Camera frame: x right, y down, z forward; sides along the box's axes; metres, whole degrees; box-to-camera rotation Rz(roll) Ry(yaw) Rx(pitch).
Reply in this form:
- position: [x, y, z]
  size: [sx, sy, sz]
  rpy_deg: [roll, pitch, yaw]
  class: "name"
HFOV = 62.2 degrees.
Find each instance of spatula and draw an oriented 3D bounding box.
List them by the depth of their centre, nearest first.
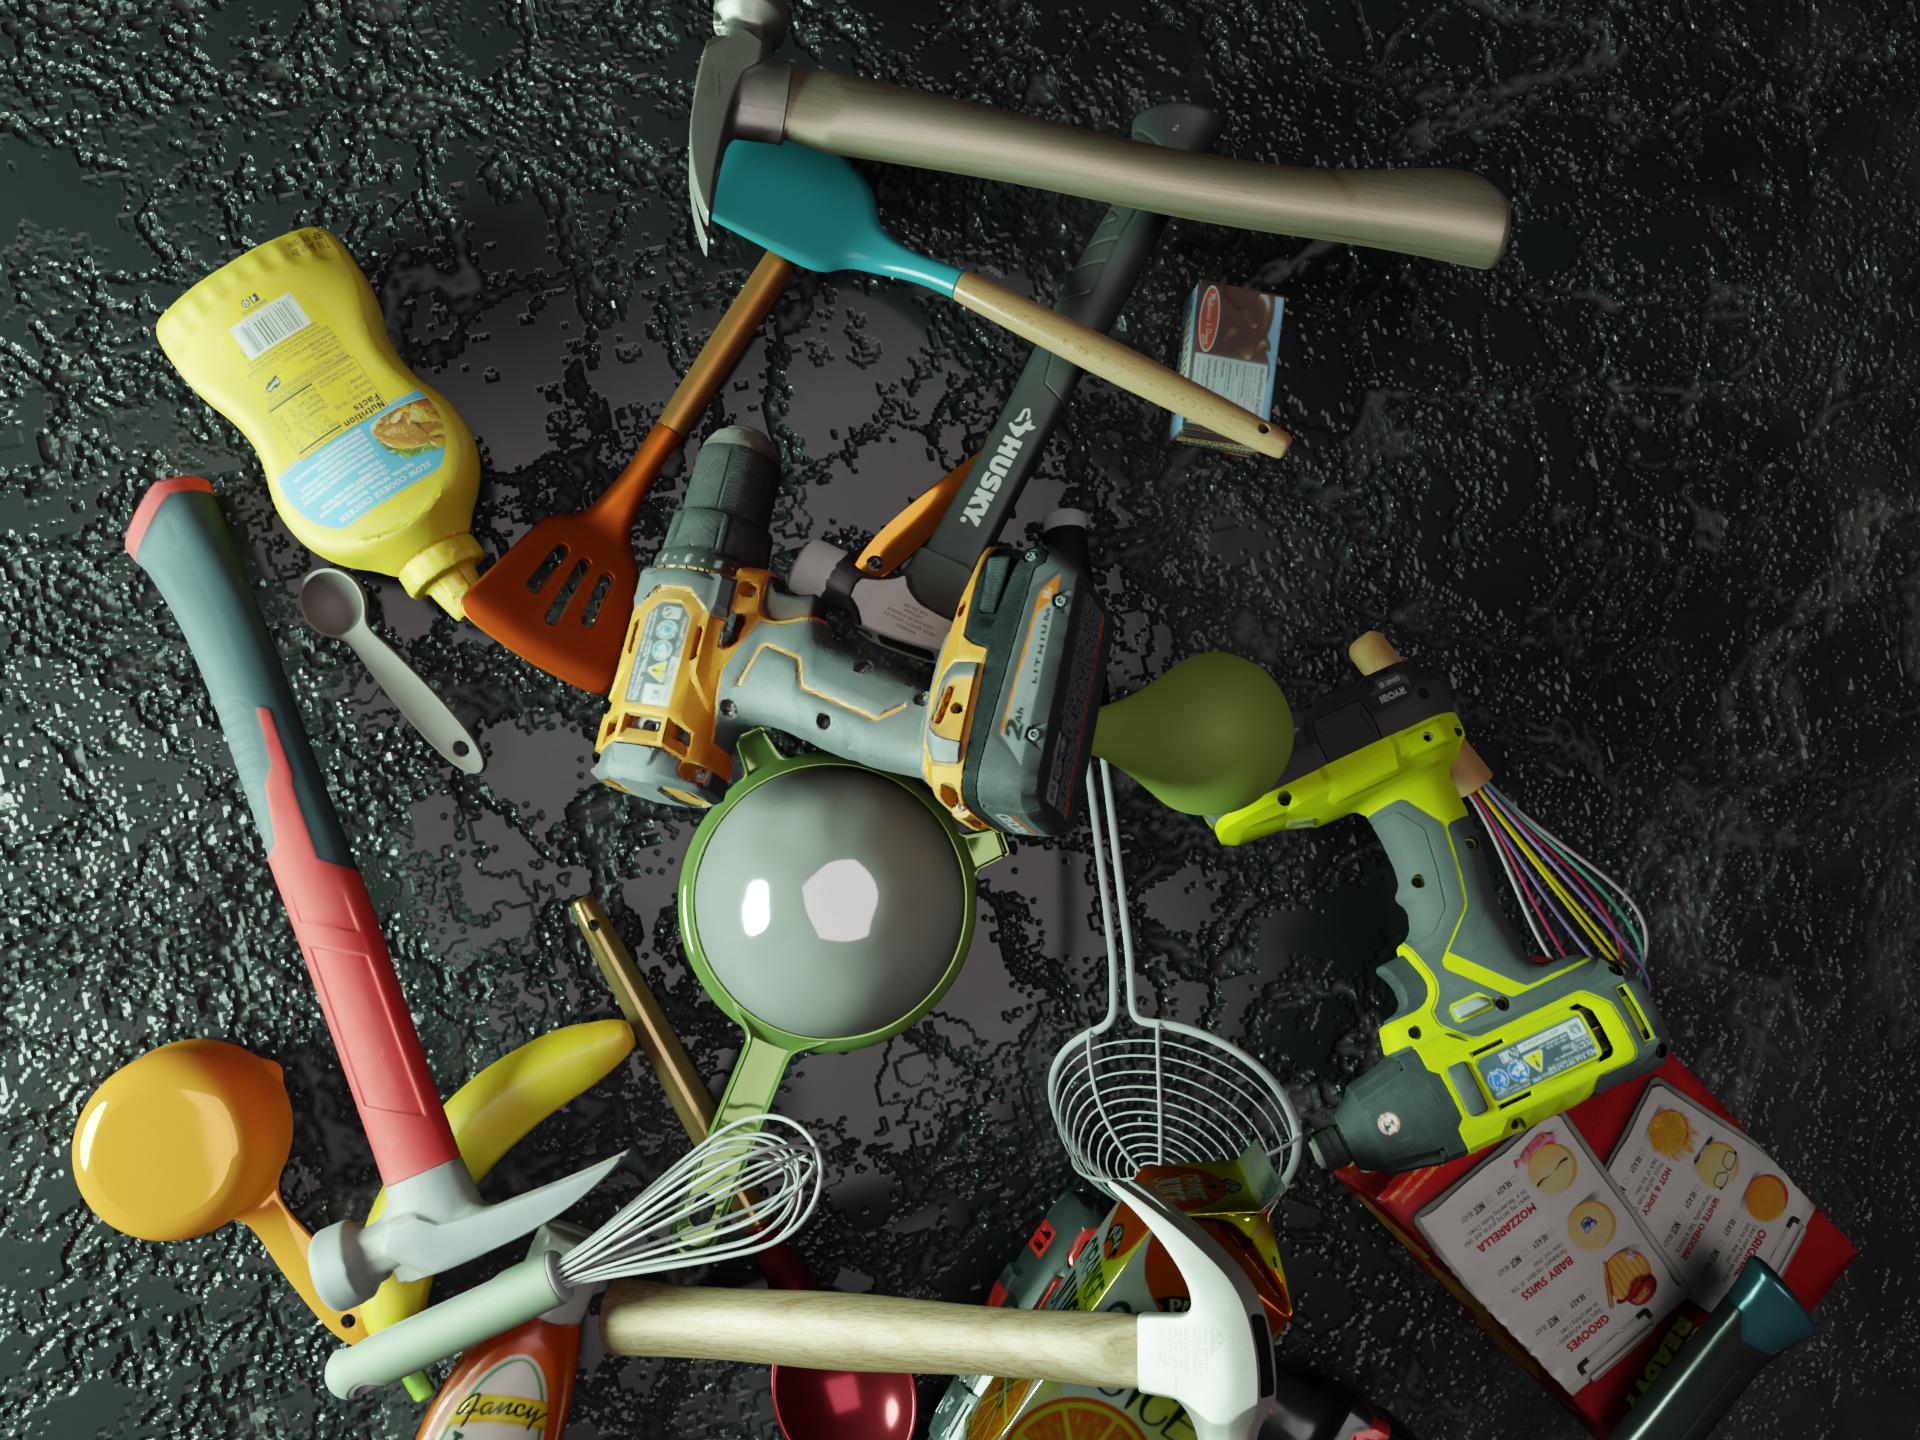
- position: [0.021, -0.209, 0.788]
  size: [0.317, 0.044, 0.082]
  rpy_deg: [29, 74, 10]
  class: "spatula"
- position: [-0.131, -0.166, 0.797]
  size: [0.081, 0.041, 0.322]
  rpy_deg: [34, 81, -18]
  class: "spatula"

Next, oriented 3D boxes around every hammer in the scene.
- position: [-0.025, 0.266, 0.696]
  size: [0.331, 0.031, 0.130]
  rpy_deg: [-8, 70, 29]
  class: "hammer"
- position: [-0.285, 0.061, 0.736]
  size: [0.143, 0.038, 0.386]
  rpy_deg: [-22, 84, -5]
  class: "hammer"
- position: [0.306, 0.401, 0.785]
  size: [0.128, 0.033, 0.331]
  rpy_deg: [32, 102, -3]
  class: "hammer"
- position: [0.073, -0.266, 0.788]
  size: [0.410, 0.038, 0.146]
  rpy_deg: [8, 67, -6]
  class: "hammer"
- position: [0.053, -0.177, 0.818]
  size: [0.146, 0.035, 0.335]
  rpy_deg: [26, 79, 10]
  class: "hammer"

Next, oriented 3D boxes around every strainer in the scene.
- position: [-0.079, 0.134, 0.760]
  size: [0.151, 0.069, 0.256]
  rpy_deg: [24, 76, -8]
  class: "strainer"

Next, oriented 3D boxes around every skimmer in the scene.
- position: [0.089, 0.072, 0.814]
  size: [0.127, 0.090, 0.363]
  rpy_deg: [-15, 74, 31]
  class: "skimmer"

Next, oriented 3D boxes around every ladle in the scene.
- position: [-0.001, -0.002, 0.773]
  size: [0.320, 0.062, 0.078]
  rpy_deg: [5, 98, 13]
  class: "ladle"
- position: [-0.113, 0.227, 0.784]
  size: [0.069, 0.031, 0.315]
  rpy_deg: [-28, 89, -13]
  class: "ladle"

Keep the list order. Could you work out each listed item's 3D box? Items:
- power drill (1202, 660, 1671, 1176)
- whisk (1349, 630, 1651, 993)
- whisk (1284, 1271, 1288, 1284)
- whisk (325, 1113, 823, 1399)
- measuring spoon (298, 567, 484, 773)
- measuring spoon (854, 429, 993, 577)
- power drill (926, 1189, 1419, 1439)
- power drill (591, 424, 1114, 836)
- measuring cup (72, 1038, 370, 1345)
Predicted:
- position: [0.214, 0.100, 0.782]
  size: [0.171, 0.080, 0.223]
  rpy_deg: [-25, 74, 2]
  class: "power drill"
- position: [0.290, 0.053, 0.856]
  size: [0.245, 0.051, 0.047]
  rpy_deg: [52, 46, 1]
  class: "whisk"
- position: [0.095, 0.360, 0.728]
  size: [0.055, 0.055, 0.239]
  rpy_deg: [31, 77, -6]
  class: "whisk"
- position: [-0.175, 0.247, 0.720]
  size: [0.246, 0.057, 0.059]
  rpy_deg: [-25, 63, 0]
  class: "whisk"
- position: [-0.275, -0.024, 0.781]
  size: [0.034, 0.018, 0.124]
  rpy_deg: [-36, 100, 16]
  class: "measuring spoon"
- position: [-0.013, -0.110, 0.830]
  size: [0.117, 0.011, 0.021]
  rpy_deg: [-43, 80, -6]
  class: "measuring spoon"
- position: [0.094, 0.367, 0.785]
  size: [0.226, 0.080, 0.188]
  rpy_deg: [33, 82, -3]
  class: "power drill"
- position: [-0.049, -0.044, 0.729]
  size: [0.226, 0.084, 0.185]
  rpy_deg: [6, 75, 21]
  class: "power drill"
- position: [-0.333, 0.227, 0.734]
  size: [0.095, 0.052, 0.173]
  rpy_deg: [-39, 91, -9]
  class: "measuring cup"
